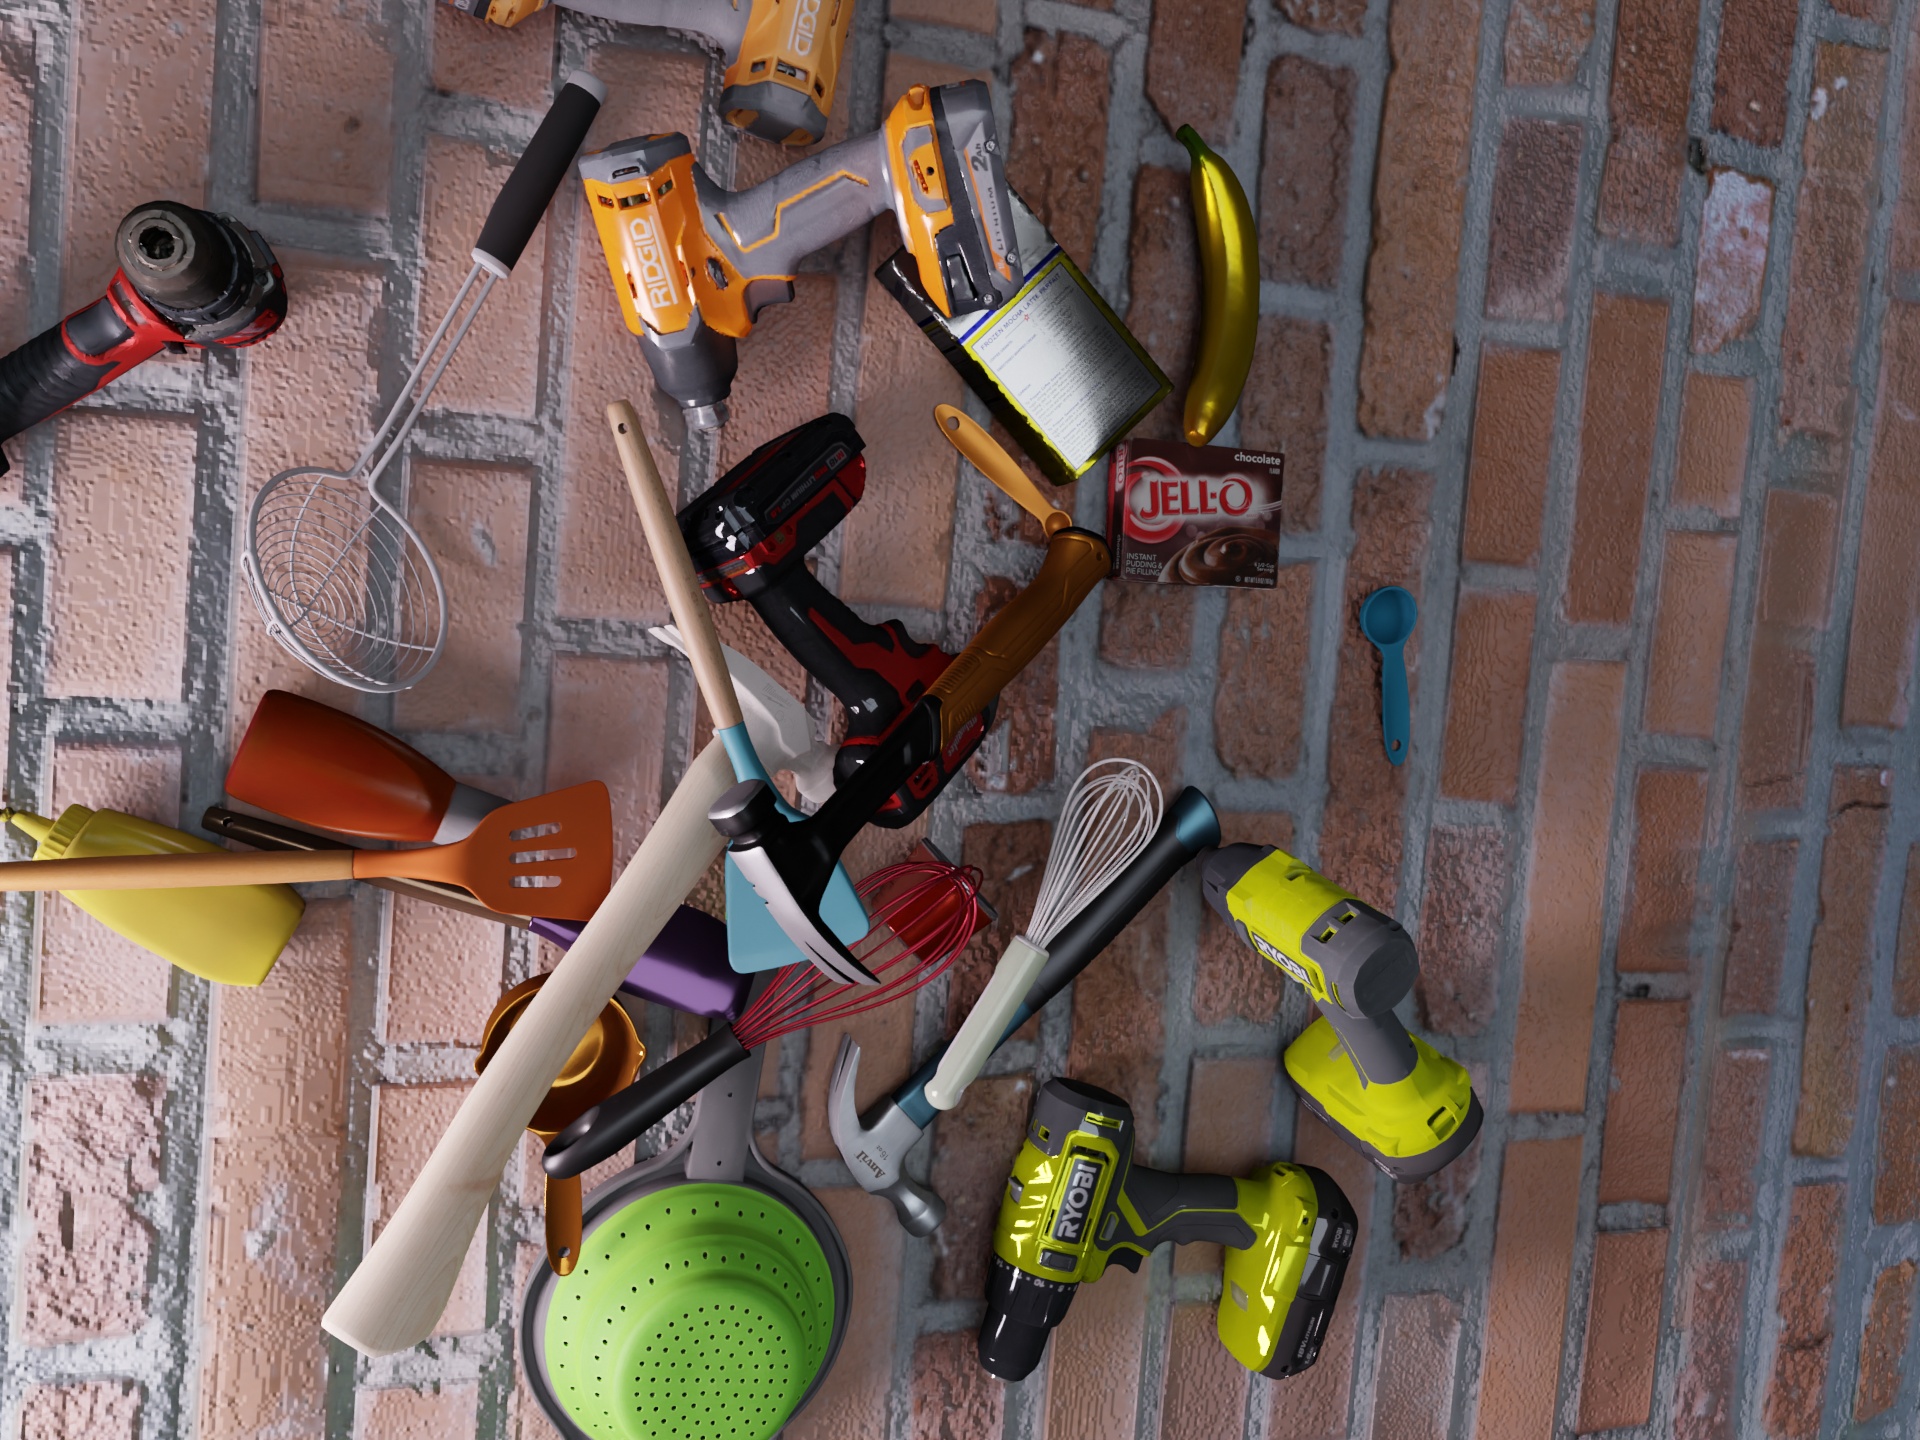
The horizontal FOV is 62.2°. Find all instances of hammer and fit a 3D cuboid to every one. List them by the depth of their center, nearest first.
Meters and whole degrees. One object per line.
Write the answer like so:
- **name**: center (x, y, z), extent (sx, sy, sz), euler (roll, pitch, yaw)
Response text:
- **hammer**: center (-0.212, 0.139, 0.863), extent (0.146, 0.038, 0.411), euler (43, 64, -25)
- **hammer**: center (-0.001, -0.003, 0.908), extent (0.337, 0.034, 0.127), euler (-48, 116, -37)
- **hammer**: center (0.048, 0.170, 1.022), extent (0.331, 0.033, 0.128), euler (-44, 107, -10)

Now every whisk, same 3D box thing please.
- **whisk**: center (-0.109, 0.170, 0.903), extent (0.296, 0.073, 0.073), euler (-34, 104, -7)
- **whisk**: center (0.048, 0.132, 0.981), extent (0.059, 0.057, 0.246), euler (31, 88, 15)

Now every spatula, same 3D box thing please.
- **spatula**: center (-0.347, 0.076, 0.843), extent (0.322, 0.041, 0.081), euler (0, 94, -17)
- **spatula**: center (-0.134, -0.020, 0.867), extent (0.082, 0.044, 0.317), euler (-17, 102, 6)
- **spatula**: center (-0.268, 0.102, 0.904), extent (0.315, 0.018, 0.060), euler (19, 70, -12)

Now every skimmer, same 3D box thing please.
- **skimmer**: center (-0.267, -0.191, 0.859), extent (0.127, 0.090, 0.363), euler (34, 80, -50)

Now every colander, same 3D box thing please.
- **colander**: center (-0.141, 0.287, 0.937), extent (0.204, 0.094, 0.397), euler (9, 92, -19)

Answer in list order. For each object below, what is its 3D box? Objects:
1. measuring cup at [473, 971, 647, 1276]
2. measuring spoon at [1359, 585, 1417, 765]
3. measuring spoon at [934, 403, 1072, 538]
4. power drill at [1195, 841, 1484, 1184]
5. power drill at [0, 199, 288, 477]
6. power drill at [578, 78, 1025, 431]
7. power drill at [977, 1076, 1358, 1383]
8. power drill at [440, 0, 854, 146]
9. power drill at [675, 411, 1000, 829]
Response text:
- **measuring cup**: center (-0.233, 0.231, 0.926), extent (0.095, 0.052, 0.173), euler (-1, 97, -18)
- **measuring spoon**: center (0.294, -0.031, 1.098), extent (0.042, 0.021, 0.128), euler (-13, 107, -16)
- **measuring spoon**: center (0.026, -0.156, 1.001), extent (0.117, 0.011, 0.021), euler (43, 80, -13)
- **power drill**: center (0.236, 0.177, 1.010), extent (0.080, 0.171, 0.223), euler (-38, 123, -12)
- **power drill**: center (-0.435, -0.175, 0.757), extent (0.226, 0.188, 0.080), euler (-31, 104, -9)
- **power drill**: center (-0.082, -0.258, 0.890), extent (0.226, 0.084, 0.164), euler (-11, 115, 5)
- **power drill**: center (0.128, 0.353, 1.042), extent (0.228, 0.080, 0.190), euler (18, 89, -16)
- **power drill**: center (-0.160, -0.444, 0.879), extent (0.226, 0.084, 0.185), euler (13, 91, -23)
- **power drill**: center (-0.059, -0.060, 0.934), extent (0.143, 0.078, 0.219), euler (-49, 114, -37)
